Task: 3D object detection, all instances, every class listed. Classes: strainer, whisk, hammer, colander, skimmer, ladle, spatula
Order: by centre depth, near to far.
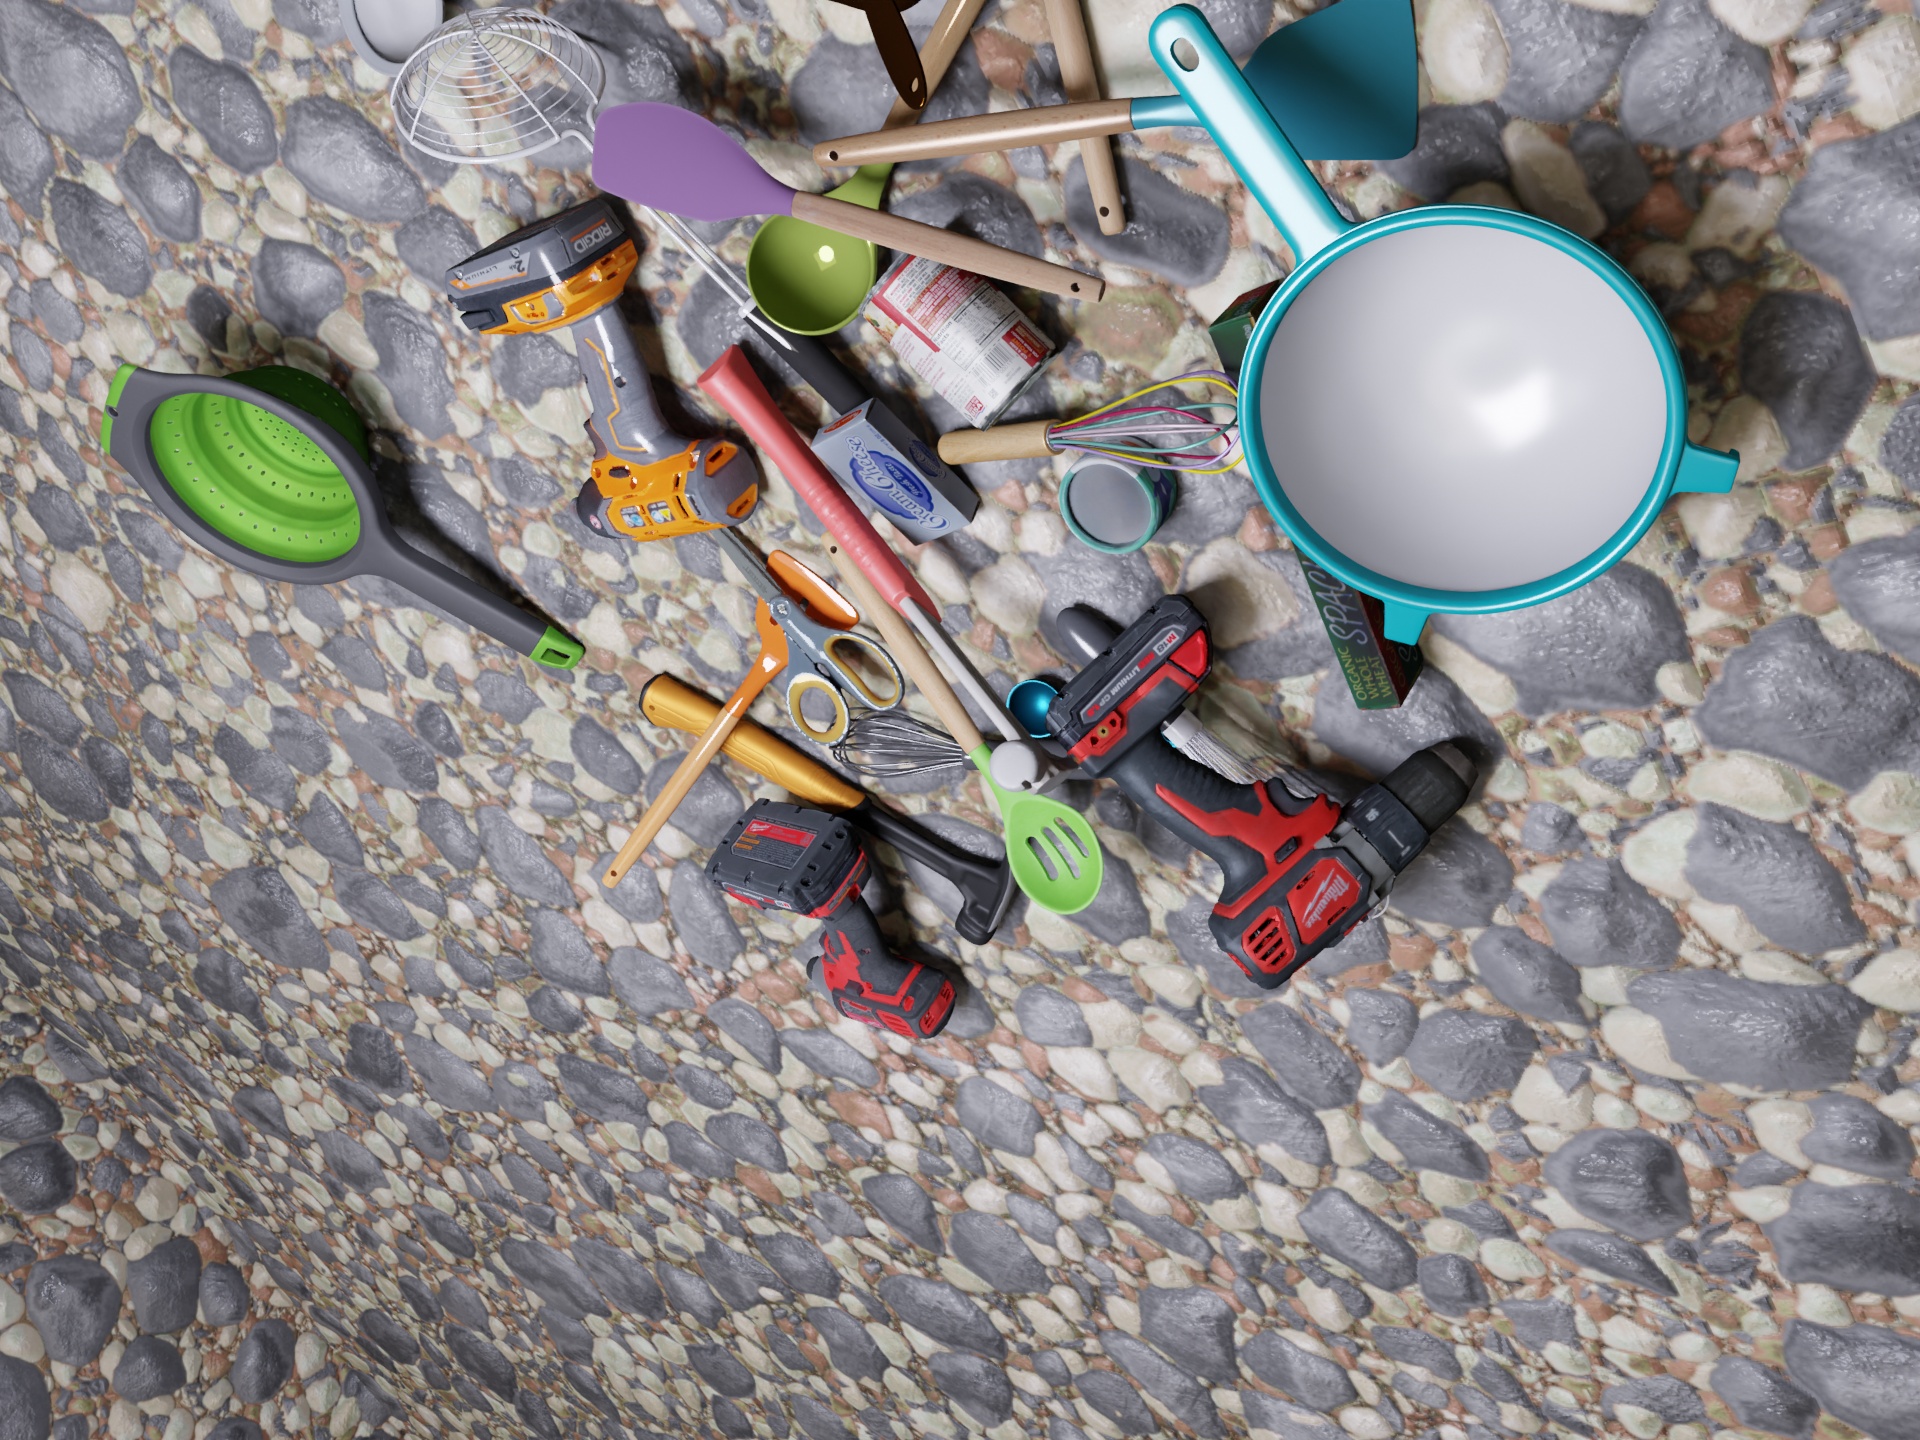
[{"bbox_3d":[0.214,-0.214,0.786,0.211,0.095,0.340,-30,103,42],"label":"strainer"},{"bbox_3d":[0.069,-0.310,0.818,0.317,0.044,0.082,3,125,24],"label":"spatula"},{"bbox_3d":[-0.032,-0.335,0.868,0.078,0.062,0.320,39,137,-3],"label":"ladle"},{"bbox_3d":[-0.068,-0.285,0.890,0.316,0.018,0.059,20,119,12],"label":"spatula"},{"bbox_3d":[0.071,-0.162,0.922,0.245,0.051,0.047,5,144,49],"label":"whisk"},{"bbox_3d":[-0.374,-0.511,0.978,0.087,0.050,0.258,-8,112,30],"label":"strainer"},{"bbox_3d":[-0.187,-0.296,0.996,0.363,0.127,0.090,43,153,-19],"label":"skimmer"},{"bbox_3d":[0.168,0.027,1.031,0.284,0.070,0.070,44,135,2],"label":"whisk"},{"bbox_3d":[-0.048,-0.100,1.037,0.036,0.149,0.359,-41,81,14],"label":"hammer"},{"bbox_3d":[0.007,0.021,1.137,0.239,0.055,0.055,3,125,25],"label":"whisk"},{"bbox_3d":[-0.190,0.013,1.210,0.081,0.041,0.322,39,109,2],"label":"spatula"},{"bbox_3d":[-0.105,0.050,1.235,0.337,0.034,0.127,29,135,11],"label":"hammer"},{"bbox_3d":[-0.471,-0.171,1.279,0.397,0.095,0.204,31,137,-16],"label":"colander"}]

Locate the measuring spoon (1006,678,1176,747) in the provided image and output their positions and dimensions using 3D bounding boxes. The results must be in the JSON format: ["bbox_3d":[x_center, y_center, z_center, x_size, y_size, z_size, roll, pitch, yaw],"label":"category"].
[{"bbox_3d":[0.095,-0.003,1.083,0.128,0.021,0.042,12,114,14],"label":"measuring spoon"}]

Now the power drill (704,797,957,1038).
[{"bbox_3d":[-0.103,0.166,1.270,0.143,0.078,0.219,9,142,39],"label":"power drill"}]

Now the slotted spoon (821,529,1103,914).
[{"bbox_3d":[-0.002,-0.003,1.096,0.070,0.031,0.314,-37,87,26],"label":"slotted spoon"}]

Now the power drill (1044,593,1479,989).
[{"bbox_3d":[0.181,0.026,0.968,0.188,0.080,0.227,-43,86,2],"label":"power drill"}]

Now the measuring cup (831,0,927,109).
[{"bbox_3d":[-0.028,-0.371,0.799,0.095,0.052,0.174,-39,63,45],"label":"measuring cup"}]

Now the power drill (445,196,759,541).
[{"bbox_3d":[-0.252,-0.224,1.091,0.164,0.084,0.226,-5,123,37],"label":"power drill"}]

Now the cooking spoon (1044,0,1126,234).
[{"bbox_3d":[0.042,-0.404,0.805,0.069,0.017,0.318,2,123,33],"label":"cooking spoon"}]
